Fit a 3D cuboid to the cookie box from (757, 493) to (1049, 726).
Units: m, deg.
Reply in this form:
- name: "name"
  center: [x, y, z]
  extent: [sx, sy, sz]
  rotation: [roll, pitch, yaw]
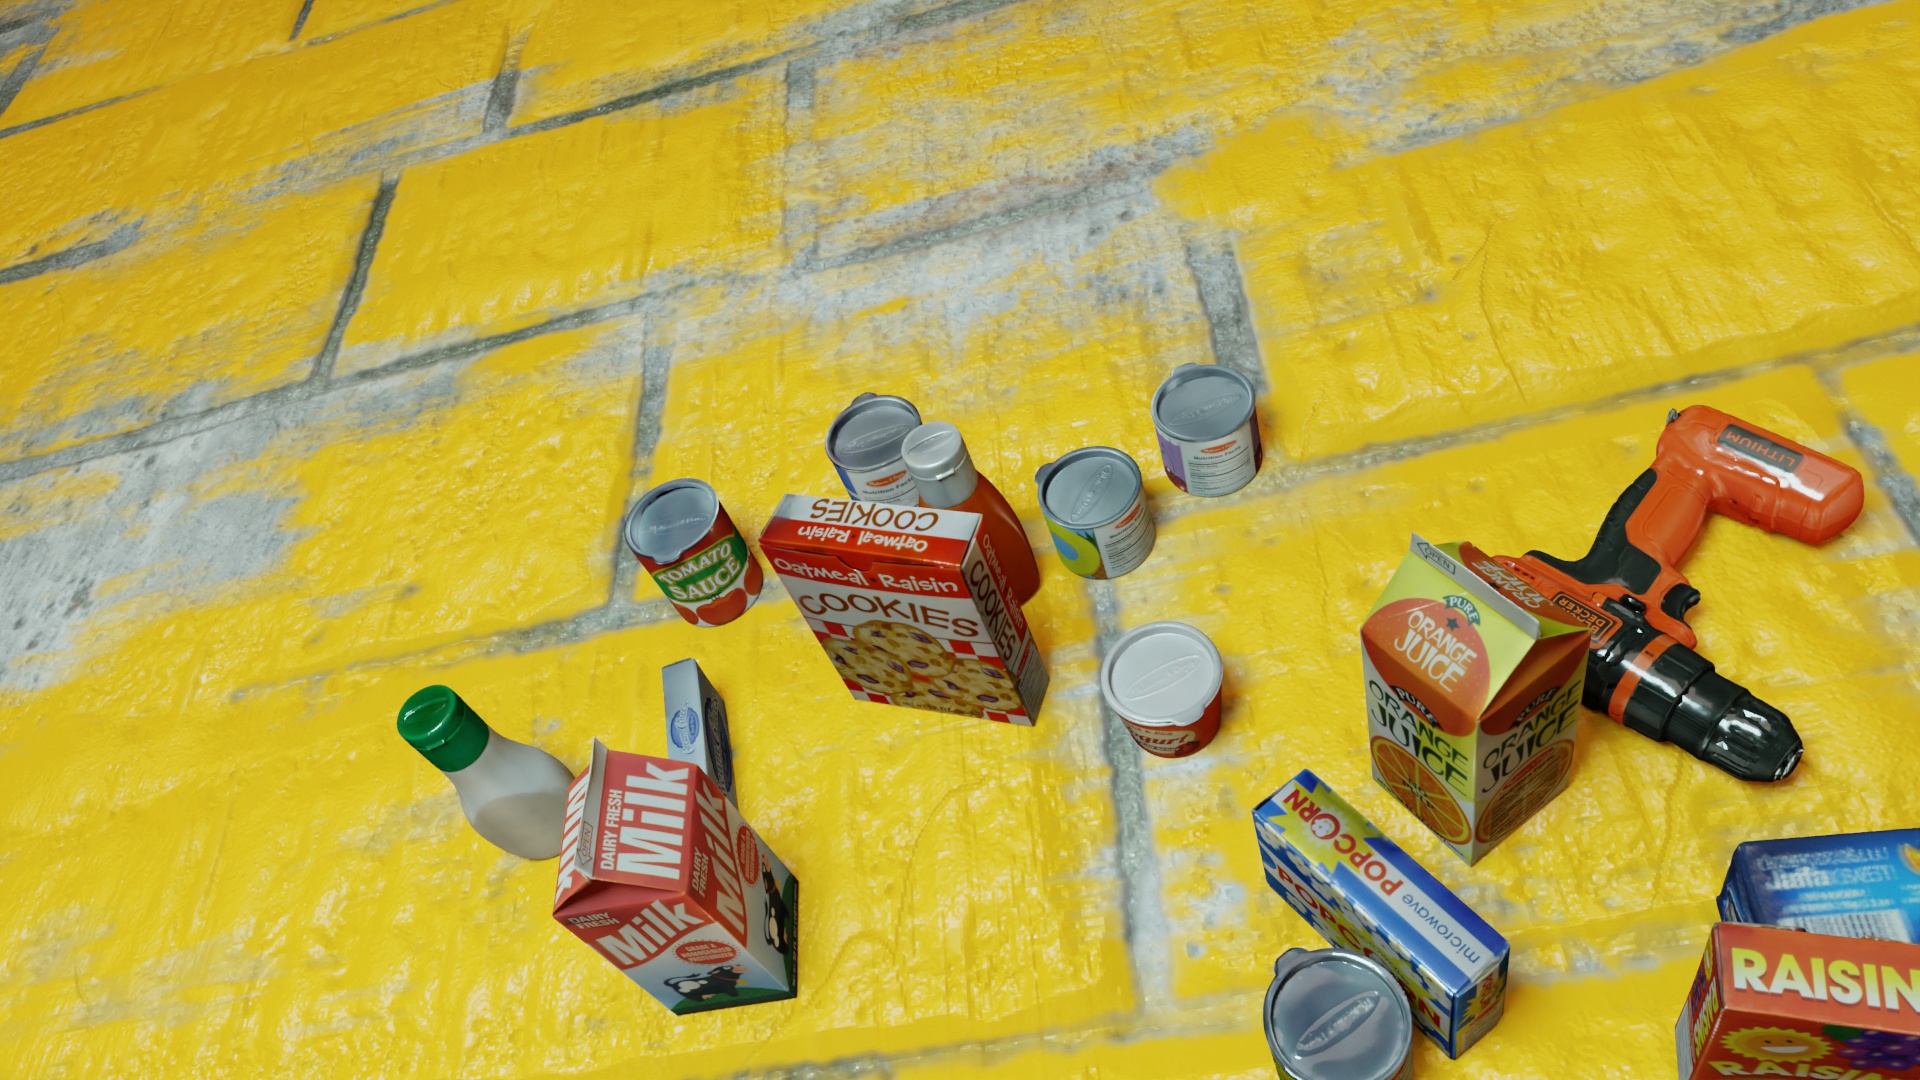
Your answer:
- name: "cookie box"
  center: [-0.028, 0.043, 0.802]
  extent: [0.123, 0.166, 0.040]
  rotation: [6, 55, 23]

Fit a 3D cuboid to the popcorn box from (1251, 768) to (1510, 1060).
- name: "popcorn box"
  center: [0.201, 0.179, 0.669]
  extent: [0.038, 0.085, 0.127]
  rotation: [-38, 50, -12]

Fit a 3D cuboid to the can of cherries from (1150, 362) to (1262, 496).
- name: "can of cherries"
  center: [0.161, -0.073, 0.903]
  extent: [0.071, 0.058, 0.072]
  rotation: [-9, 50, 12]

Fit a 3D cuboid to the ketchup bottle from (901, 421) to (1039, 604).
- name: "ketchup bottle"
  center: [0.003, -0.011, 0.847]
  extent: [0.065, 0.148, 0.044]
  rotation: [-25, 49, -1]

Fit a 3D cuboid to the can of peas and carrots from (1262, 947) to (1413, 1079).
- name: "can of peas and carrots"
  center: [0.176, 0.232, 0.652]
  extent: [0.071, 0.058, 0.071]
  rotation: [-9, 50, 12]

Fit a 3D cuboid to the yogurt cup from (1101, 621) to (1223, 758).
- name: "yogurt cup"
  center: [0.118, 0.088, 0.791]
  extent: [0.072, 0.053, 0.073]
  rotation: [-9, 50, 12]

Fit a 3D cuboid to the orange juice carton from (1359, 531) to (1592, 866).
- name: "orange juice carton"
  center: [0.246, 0.072, 0.669]
  extent: [0.073, 0.191, 0.072]
  rotation: [-36, 50, -11]

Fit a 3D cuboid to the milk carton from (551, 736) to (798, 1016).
- name: "milk carton"
  center: [-0.151, 0.177, 0.721]
  extent: [0.073, 0.189, 0.073]
  rotation: [-12, 50, 10]

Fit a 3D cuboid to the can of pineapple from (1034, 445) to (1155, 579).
- name: "can of pineapple"
  center: [0.086, -0.018, 0.885]
  extent: [0.071, 0.057, 0.071]
  rotation: [-9, 50, 12]

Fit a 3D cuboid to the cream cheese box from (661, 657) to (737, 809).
- name: "cream cheese box"
  center: [-0.160, 0.129, 0.853]
  extent: [0.024, 0.053, 0.104]
  rotation: [-19, 49, 4]

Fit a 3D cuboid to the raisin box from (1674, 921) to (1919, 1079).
- name: "raisin box"
  center: [0.351, 0.203, 0.573]
  extent: [0.086, 0.123, 0.040]
  rotation: [2, 54, 21]

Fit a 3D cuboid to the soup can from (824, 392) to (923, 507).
- name: "soup can"
  center: [-0.047, -0.048, 0.937]
  extent: [0.071, 0.083, 0.072]
  rotation: [-10, 50, 12]

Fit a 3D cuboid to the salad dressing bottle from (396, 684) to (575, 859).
- name: "salad dressing bottle"
  center: [-0.277, 0.138, 0.823]
  extent: [0.064, 0.147, 0.044]
  rotation: [-24, 49, 0]

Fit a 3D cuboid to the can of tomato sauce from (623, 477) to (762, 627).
- name: "can of tomato sauce"
  center: [-0.177, 0.011, 0.935]
  extent: [0.071, 0.082, 0.071]
  rotation: [-10, 50, 12]
